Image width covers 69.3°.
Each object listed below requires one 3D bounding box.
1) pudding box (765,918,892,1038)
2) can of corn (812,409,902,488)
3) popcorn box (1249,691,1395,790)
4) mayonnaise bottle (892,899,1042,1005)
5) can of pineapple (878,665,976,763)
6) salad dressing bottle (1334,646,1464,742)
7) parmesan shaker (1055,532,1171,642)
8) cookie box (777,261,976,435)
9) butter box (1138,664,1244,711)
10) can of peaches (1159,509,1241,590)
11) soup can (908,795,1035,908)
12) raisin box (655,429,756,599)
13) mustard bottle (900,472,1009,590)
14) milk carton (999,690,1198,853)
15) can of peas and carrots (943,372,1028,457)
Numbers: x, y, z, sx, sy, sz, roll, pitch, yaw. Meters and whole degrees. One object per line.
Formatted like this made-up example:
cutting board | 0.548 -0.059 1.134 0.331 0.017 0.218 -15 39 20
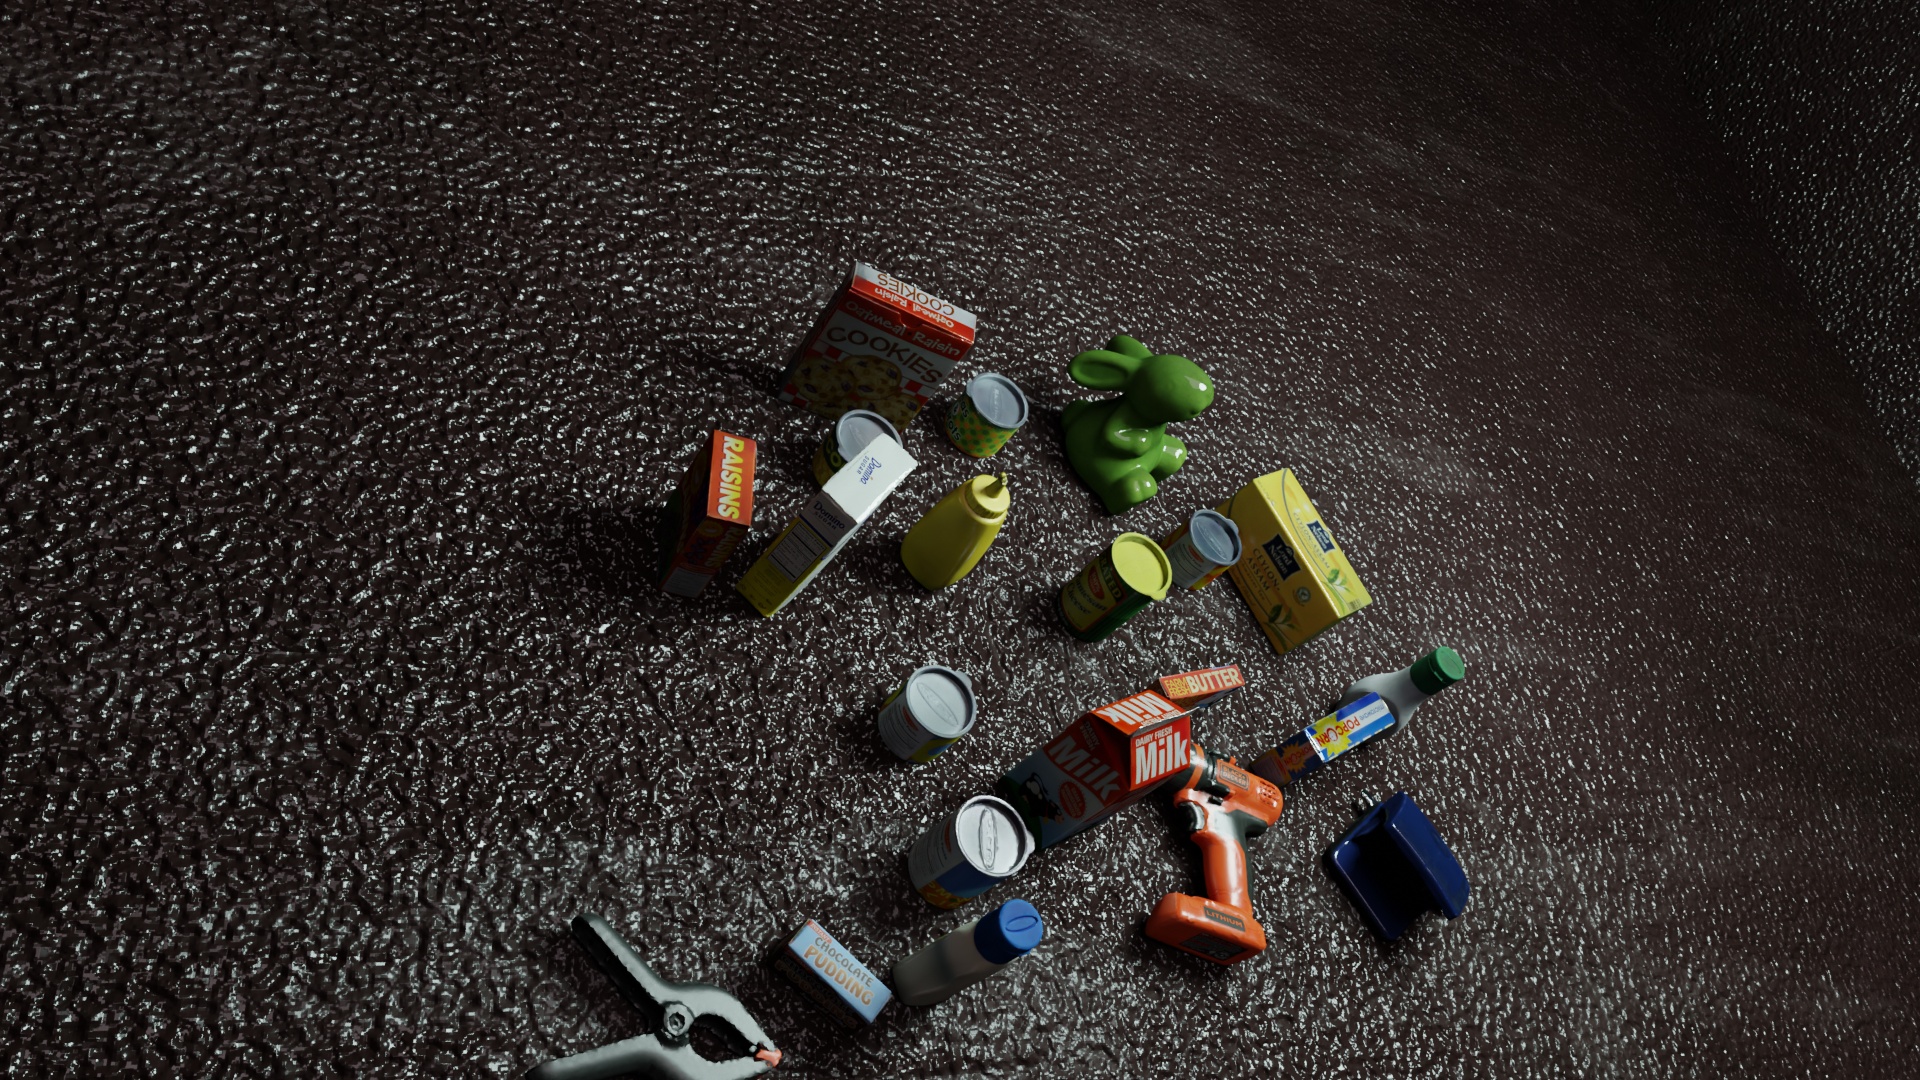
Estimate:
pudding box | -0.096 0.318 1.010 0.084 0.049 0.030 43 47 0
can of corn | -0.097 -0.076 1.274 0.071 0.058 0.071 17 52 -23
popcorn box | 0.356 0.198 1.362 0.127 0.084 0.038 -17 70 -39
mayonnaise bottle | 0.008 0.303 1.021 0.065 0.147 0.041 -4 63 -35
can of pineapple | -0.027 0.146 1.168 0.071 0.057 0.071 17 52 -23
salad dressing bottle | 0.444 0.156 1.405 0.064 0.147 0.044 48 47 4
parmesan shaker | 0.144 0.049 1.315 0.071 0.102 0.071 17 52 -23
cookie box | -0.078 -0.167 1.275 0.123 0.166 0.040 21 51 -20
butter box | 0.218 0.145 1.330 0.104 0.053 0.024 -5 63 -35
can of peaches | 0.249 0.010 1.441 0.071 0.057 0.071 17 52 -23
soup can | 0.008 0.249 1.102 0.071 0.083 0.072 17 52 -23
raisin box | -0.205 -0.019 1.121 0.040 0.122 0.086 16 53 -24
mustard bottle | 0.004 -0.015 1.229 0.065 0.159 0.049 50 47 6
milk carton | 0.118 0.184 1.145 0.072 0.189 0.073 -13 68 -38
can of peas and carrots | 0.023 -0.125 1.385 0.071 0.058 0.071 17 52 -23
